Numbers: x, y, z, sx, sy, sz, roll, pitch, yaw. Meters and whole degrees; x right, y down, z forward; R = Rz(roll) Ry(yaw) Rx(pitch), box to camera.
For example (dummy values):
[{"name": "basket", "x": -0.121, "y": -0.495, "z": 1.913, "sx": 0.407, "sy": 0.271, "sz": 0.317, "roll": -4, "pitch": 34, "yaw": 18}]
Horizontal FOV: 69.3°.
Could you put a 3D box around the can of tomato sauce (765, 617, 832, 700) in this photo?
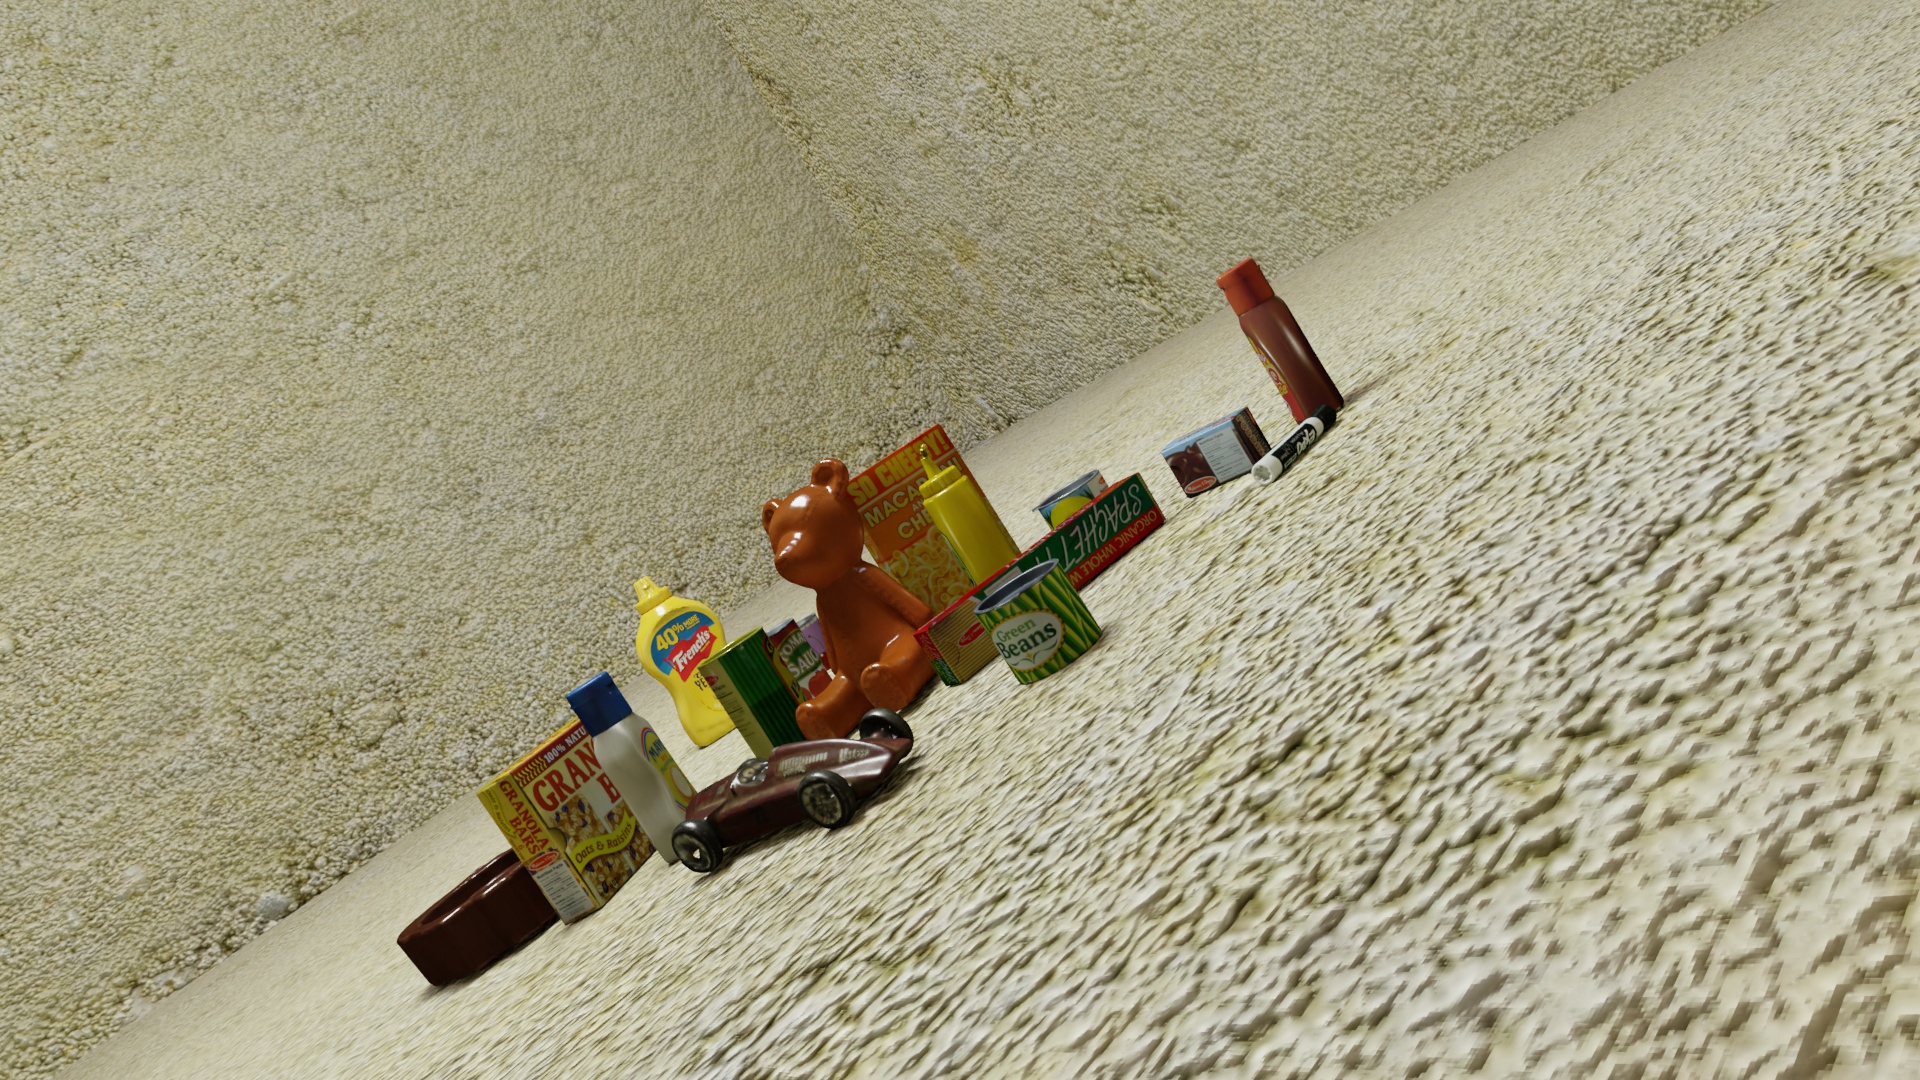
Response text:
[{"name": "can of tomato sauce", "x": -0.166, "y": 0.126, "z": 1.340, "sx": 0.071, "sy": 0.083, "sz": 0.071, "roll": -32, "pitch": 5, "yaw": 4}]

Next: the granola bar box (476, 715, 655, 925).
[{"name": "granola bar box", "x": -0.295, "y": 0.210, "z": 1.110, "sx": 0.039, "sy": 0.124, "sz": 0.166, "roll": -31, "pitch": 6, "yaw": 19}]

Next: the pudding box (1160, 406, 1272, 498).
[{"name": "pudding box", "x": 0.215, "y": -0.074, "z": 1.168, "sx": 0.083, "sy": 0.049, "sz": 0.030, "roll": -26, "pitch": 8, "yaw": 48}]

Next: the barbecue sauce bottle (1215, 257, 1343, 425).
[{"name": "barbecue sauce bottle", "x": 0.272, "y": -0.170, "z": 1.187, "sx": 0.043, "sy": 0.148, "sz": 0.065, "roll": -31, "pitch": 5, "yaw": 9}]

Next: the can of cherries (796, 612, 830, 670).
[{"name": "can of cherries", "x": -0.171, "y": 0.120, "z": 1.533, "sx": 0.071, "sy": 0.058, "sz": 0.071, "roll": -32, "pitch": 6, "yaw": 4}]

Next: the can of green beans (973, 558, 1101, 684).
[{"name": "can of green beans", "x": 0.051, "y": 0.054, "z": 0.920, "sx": 0.071, "sy": 0.058, "sz": 0.071, "roll": -32, "pitch": 6, "yaw": 4}]

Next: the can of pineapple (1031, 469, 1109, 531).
[{"name": "can of pineapple", "x": 0.110, "y": -0.022, "z": 1.252, "sx": 0.071, "sy": 0.058, "sz": 0.071, "roll": -32, "pitch": 6, "yaw": 4}]

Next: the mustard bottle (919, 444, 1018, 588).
[{"name": "mustard bottle", "x": 0.004, "y": -0.016, "z": 1.243, "sx": 0.049, "sy": 0.160, "sz": 0.065, "roll": -32, "pitch": 5, "yaw": -1}]

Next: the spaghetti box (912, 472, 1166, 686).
[{"name": "spaghetti box", "x": 0.068, "y": 0.027, "z": 1.099, "sx": 0.251, "sy": 0.050, "sz": 0.028, "roll": -36, "pitch": 6, "yaw": -32}]

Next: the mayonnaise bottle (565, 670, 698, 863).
[{"name": "mayonnaise bottle", "x": -0.243, "y": 0.170, "z": 1.054, "sx": 0.041, "sy": 0.148, "sz": 0.065, "roll": -32, "pitch": 5, "yaw": 8}]

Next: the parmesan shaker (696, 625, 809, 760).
[{"name": "parmesan shaker", "x": -0.173, "y": 0.134, "z": 1.203, "sx": 0.071, "sy": 0.103, "sz": 0.071, "roll": -32, "pitch": 5, "yaw": 4}]

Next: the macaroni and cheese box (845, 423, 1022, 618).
[{"name": "macaroni and cheese box", "x": -0.030, "y": -0.011, "z": 1.358, "sx": 0.124, "sy": 0.166, "sz": 0.040, "roll": -34, "pitch": 6, "yaw": -19}]
